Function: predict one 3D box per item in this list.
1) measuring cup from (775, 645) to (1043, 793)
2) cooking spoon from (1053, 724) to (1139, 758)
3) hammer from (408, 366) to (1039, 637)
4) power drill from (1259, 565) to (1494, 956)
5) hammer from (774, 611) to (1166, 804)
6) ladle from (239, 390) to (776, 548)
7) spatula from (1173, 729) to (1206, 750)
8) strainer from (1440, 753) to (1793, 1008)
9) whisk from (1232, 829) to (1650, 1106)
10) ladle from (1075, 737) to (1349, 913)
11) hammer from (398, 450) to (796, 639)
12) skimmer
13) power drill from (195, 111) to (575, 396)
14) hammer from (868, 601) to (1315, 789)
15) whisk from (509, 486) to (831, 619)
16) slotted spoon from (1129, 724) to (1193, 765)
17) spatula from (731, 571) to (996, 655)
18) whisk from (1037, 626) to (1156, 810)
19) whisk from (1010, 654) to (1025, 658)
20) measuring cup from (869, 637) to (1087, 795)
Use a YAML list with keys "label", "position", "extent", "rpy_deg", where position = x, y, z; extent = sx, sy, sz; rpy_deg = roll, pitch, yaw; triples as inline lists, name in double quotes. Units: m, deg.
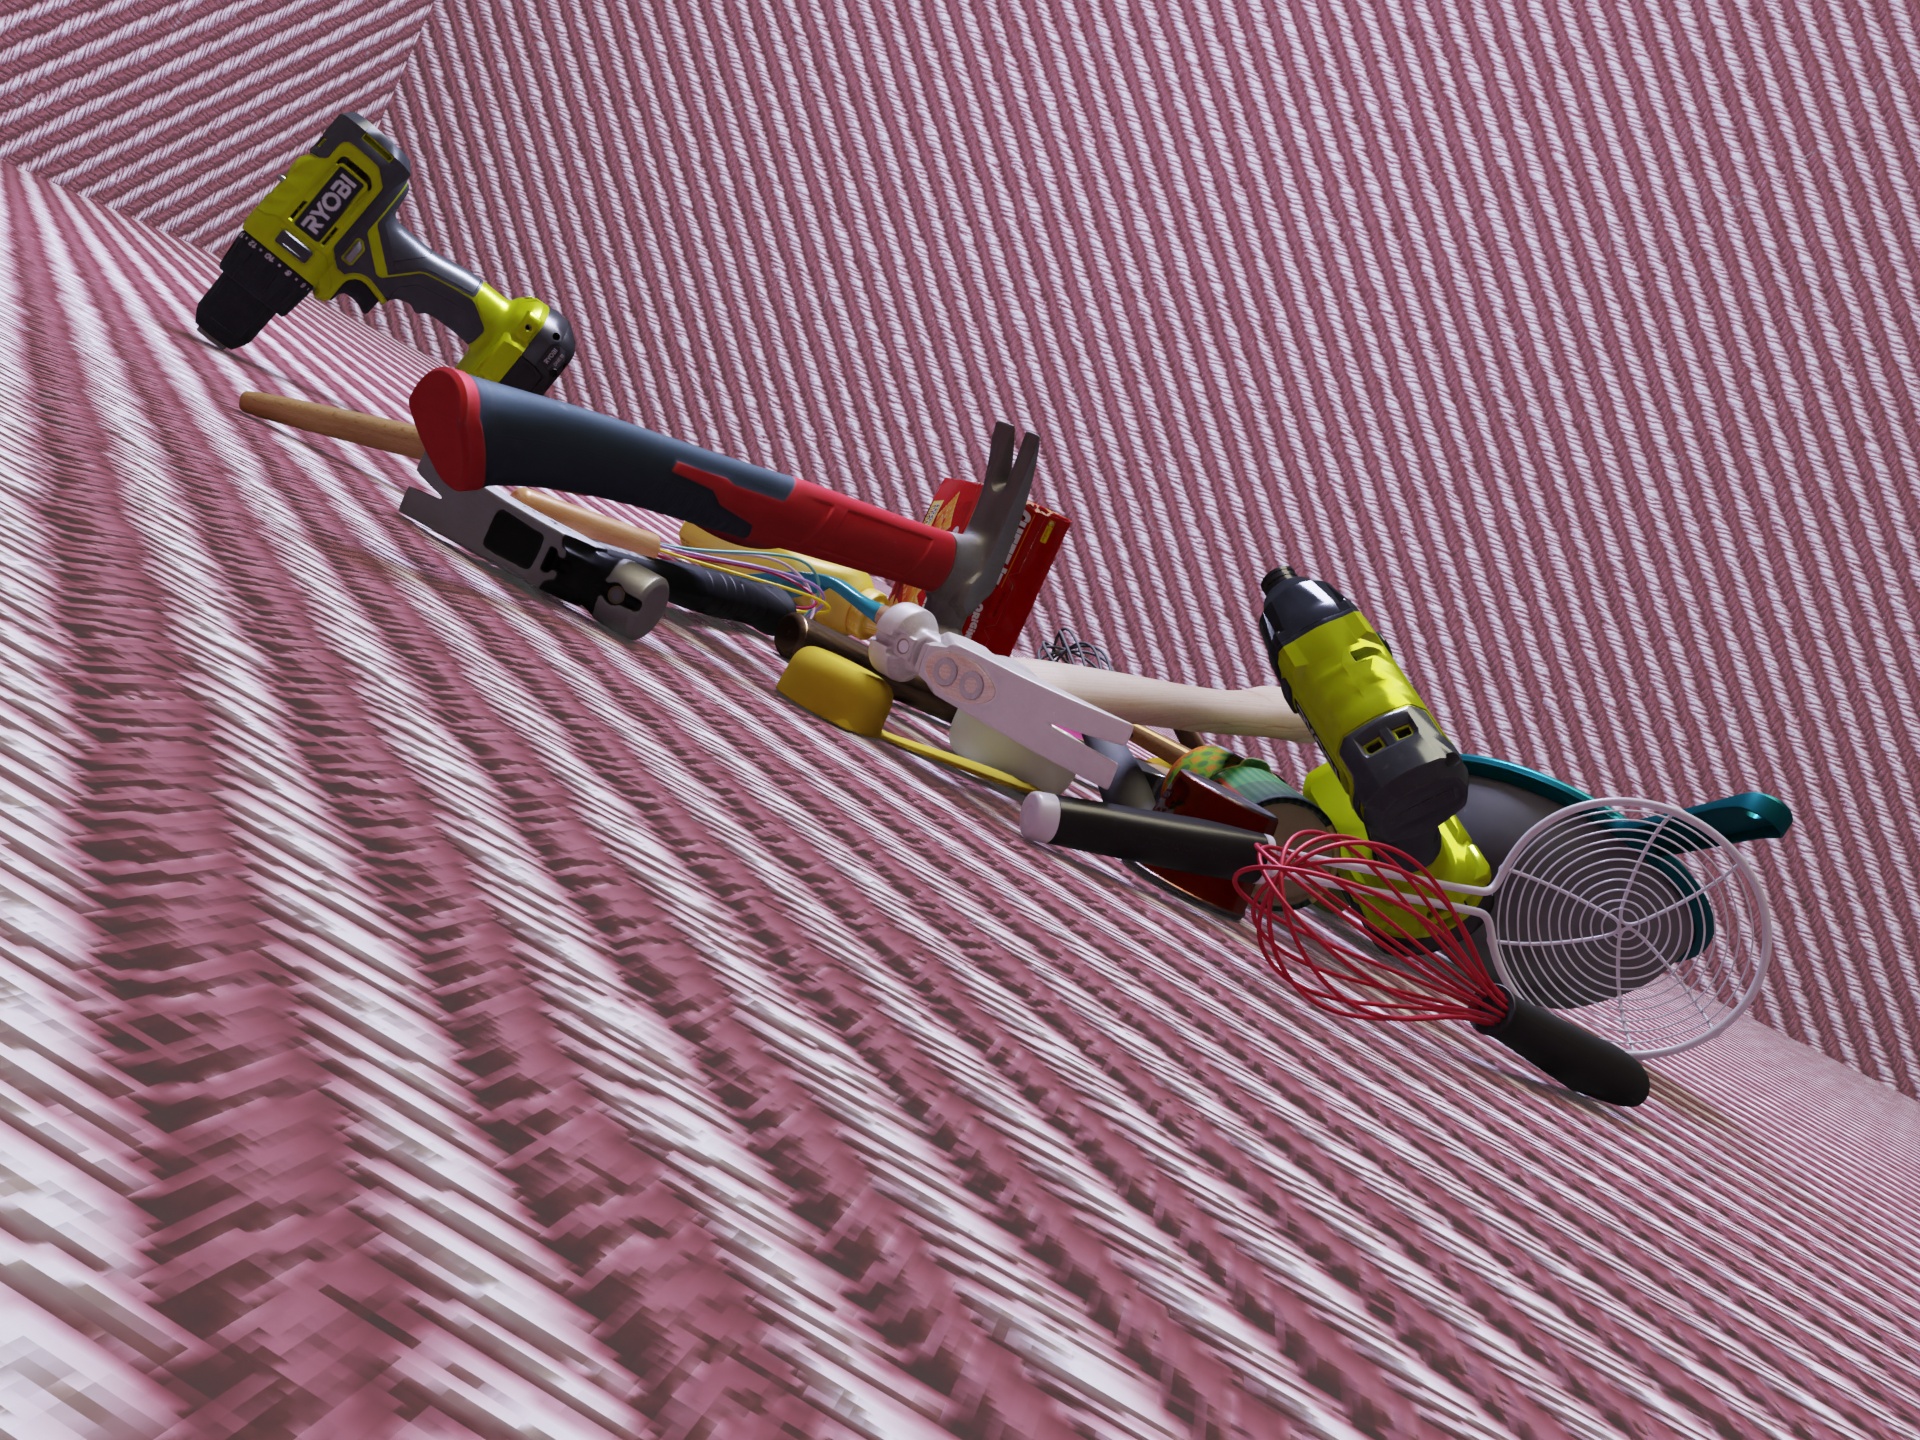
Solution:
- label: "measuring cup"
  position: [-0.019, 0.001, 0.809]
  extent: [0.156, 0.029, 0.062]
  rpy_deg: [22, 6, -24]
- label: "cooking spoon"
  position: [0.188, 0.057, 1.373]
  extent: [0.319, 0.017, 0.068]
  rpy_deg: [27, 6, 12]
- label: "hammer"
  position: [-0.090, -0.118, 0.766]
  extent: [0.038, 0.143, 0.386]
  rpy_deg: [26, 9, 33]
- label: "power drill"
  position: [0.230, 0.025, 0.897]
  extent: [0.223, 0.080, 0.171]
  rpy_deg: [57, 8, -51]
- label: "hammer"
  position: [0.023, 0.001, 1.035]
  extent: [0.331, 0.031, 0.130]
  rpy_deg: [22, 6, -36]
- label: "ladle"
  position: [-0.227, -0.135, 0.853]
  extent: [0.315, 0.031, 0.069]
  rpy_deg: [13, -9, -4]
- label: "spatula"
  position: [0.209, 0.042, 1.351]
  extent: [0.060, 0.018, 0.315]
  rpy_deg: [25, -8, 23]
- label: "strainer"
  position: [0.370, 0.108, 0.962]
  extent: [0.211, 0.095, 0.340]
  rpy_deg: [37, -14, 1]
- label: "whisk"
  position: [0.220, 0.119, 0.690]
  extent: [0.295, 0.073, 0.073]
  rpy_deg: [30, 2, -34]
- label: "ladle"
  position: [0.168, 0.063, 1.146]
  extent: [0.078, 0.062, 0.320]
  rpy_deg: [26, -3, -33]
- label: "hammer"
  position: [-0.167, -0.079, 0.869]
  extent: [0.146, 0.035, 0.334]
  rpy_deg: [28, 5, 12]
- label: "skimmer"
  position: [0.206, 0.076, 0.735]
  extent: [0.363, 0.127, 0.090]
  rpy_deg: [12, -3, -21]
- label: "power drill"
  position: [-0.423, -0.301, 1.179]
  extent: [0.228, 0.190, 0.080]
  rpy_deg: [40, -3, -32]
- label: "hammer"
  position: [0.126, -0.005, 0.904]
  extent: [0.146, 0.038, 0.410]
  rpy_deg: [29, 14, 33]
- label: "whisk"
  position: [-0.182, -0.107, 1.044]
  extent: [0.244, 0.051, 0.047]
  rpy_deg: [18, 15, -41]
- label: "slotted spoon"
  position: [0.252, 0.078, 1.179]
  extent: [0.314, 0.070, 0.031]
  rpy_deg: [30, 34, 11]
- label: "spatula"
  position: [-0.040, -0.055, 1.135]
  extent: [0.318, 0.044, 0.082]
  rpy_deg: [26, 3, 26]
- label: "whisk"
  position: [0.082, 0.009, 0.957]
  extent: [0.055, 0.055, 0.239]
  rpy_deg: [25, 22, -20]
- label: "whisk"
  position: [0.045, -0.013, 1.241]
  extent: [0.058, 0.059, 0.246]
  rpy_deg: [-10, 8, 4]
- label: "measuring cup"
  position: [-0.001, -0.003, 0.906]
  extent: [0.168, 0.038, 0.083]
  rpy_deg: [29, 6, 38]
